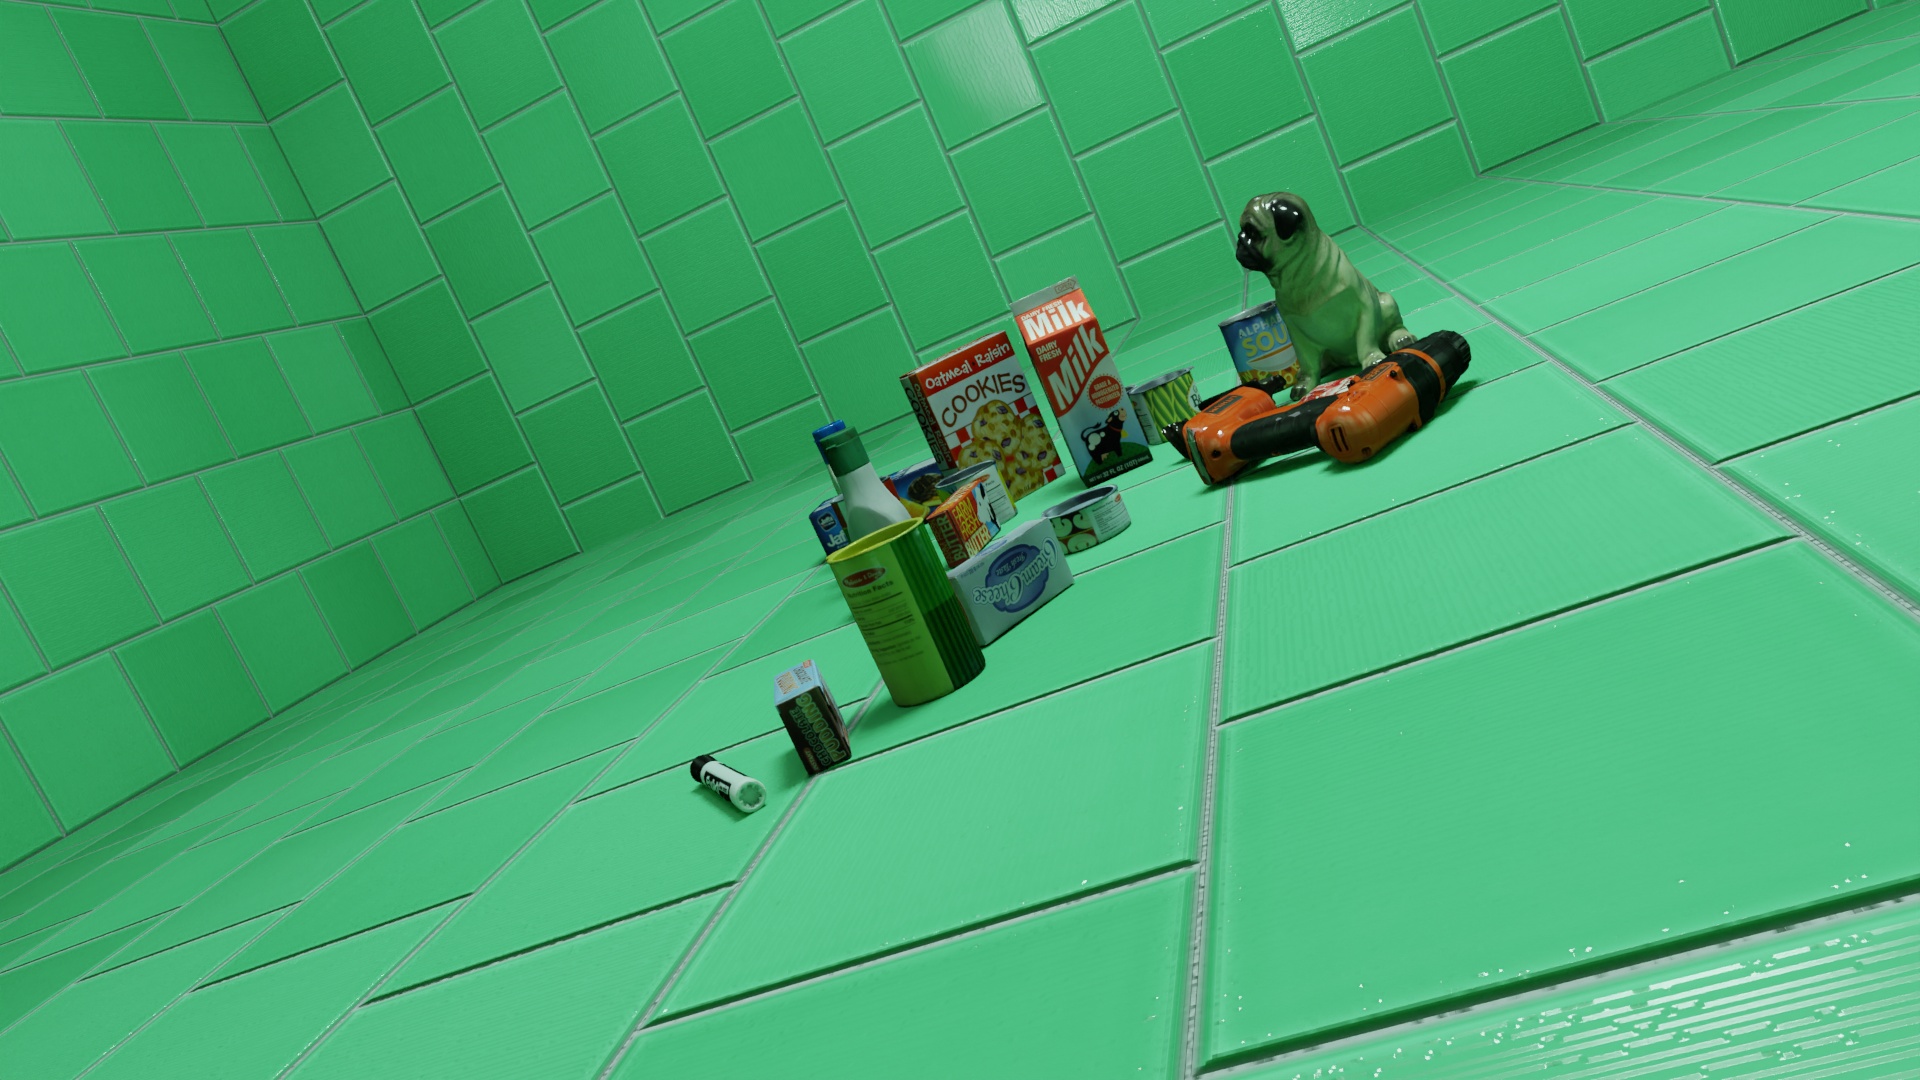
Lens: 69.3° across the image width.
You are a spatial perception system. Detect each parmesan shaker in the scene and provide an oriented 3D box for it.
[{"bbox_3d":[-0.035,0.046,0.884,0.071,0.103,0.071,-23,9,4],"label":"parmesan shaker"}]

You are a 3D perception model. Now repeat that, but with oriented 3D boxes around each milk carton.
[{"bbox_3d":[0.116,-0.155,1.345,0.072,0.190,0.073,-24,9,4],"label":"milk carton"}]

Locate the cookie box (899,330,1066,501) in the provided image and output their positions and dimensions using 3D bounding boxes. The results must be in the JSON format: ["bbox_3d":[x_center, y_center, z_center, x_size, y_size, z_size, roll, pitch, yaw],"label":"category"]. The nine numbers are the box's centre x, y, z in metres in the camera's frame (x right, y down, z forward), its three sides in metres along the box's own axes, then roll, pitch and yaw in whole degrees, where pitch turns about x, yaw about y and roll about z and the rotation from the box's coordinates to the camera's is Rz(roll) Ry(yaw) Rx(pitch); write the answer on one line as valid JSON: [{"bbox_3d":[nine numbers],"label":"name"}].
[{"bbox_3d":[0.024,-0.119,1.443,0.123,0.167,0.040,-30,10,-30],"label":"cookie box"}]

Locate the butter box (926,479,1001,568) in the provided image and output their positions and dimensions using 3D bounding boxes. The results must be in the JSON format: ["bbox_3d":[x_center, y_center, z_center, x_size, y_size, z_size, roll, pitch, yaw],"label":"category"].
[{"bbox_3d":[0.005,-0.016,1.274,0.024,0.053,0.104,-20,10,23],"label":"butter box"}]

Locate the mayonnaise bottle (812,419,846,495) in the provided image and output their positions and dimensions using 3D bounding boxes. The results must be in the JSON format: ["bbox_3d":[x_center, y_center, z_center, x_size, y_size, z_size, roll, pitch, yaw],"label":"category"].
[{"bbox_3d":[-0.111,-0.055,1.482,0.041,0.148,0.065,-25,9,-2],"label":"mayonnaise bottle"}]

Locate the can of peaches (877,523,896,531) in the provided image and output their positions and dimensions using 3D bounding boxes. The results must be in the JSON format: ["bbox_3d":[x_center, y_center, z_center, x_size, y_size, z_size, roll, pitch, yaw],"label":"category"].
[{"bbox_3d":[-0.061,0.023,1.208,0.071,0.058,0.071,-23,9,4],"label":"can of peaches"}]

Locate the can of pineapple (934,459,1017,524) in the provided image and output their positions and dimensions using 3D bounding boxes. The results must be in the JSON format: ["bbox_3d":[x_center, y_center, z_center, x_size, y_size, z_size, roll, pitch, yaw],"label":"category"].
[{"bbox_3d":[0.015,-0.041,1.370,0.071,0.057,0.071,-23,9,4],"label":"can of pineapple"}]

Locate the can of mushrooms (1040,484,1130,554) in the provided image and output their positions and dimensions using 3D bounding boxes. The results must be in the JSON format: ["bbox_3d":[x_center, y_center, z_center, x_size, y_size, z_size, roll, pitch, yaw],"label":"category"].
[{"bbox_3d":[0.099,-0.017,1.109,0.071,0.033,0.071,-23,9,4],"label":"can of mushrooms"}]

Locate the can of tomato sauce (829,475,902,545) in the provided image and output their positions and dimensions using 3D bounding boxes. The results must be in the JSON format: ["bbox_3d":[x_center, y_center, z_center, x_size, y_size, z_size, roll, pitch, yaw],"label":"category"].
[{"bbox_3d":[-0.084,-0.015,1.394,0.071,0.083,0.071,-23,9,4],"label":"can of tomato sauce"}]

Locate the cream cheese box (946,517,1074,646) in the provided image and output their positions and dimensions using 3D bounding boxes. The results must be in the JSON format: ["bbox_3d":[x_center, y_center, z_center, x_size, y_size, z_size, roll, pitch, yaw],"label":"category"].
[{"bbox_3d":[0.033,0.028,0.964,0.024,0.053,0.104,-14,14,47],"label":"cream cheese box"}]

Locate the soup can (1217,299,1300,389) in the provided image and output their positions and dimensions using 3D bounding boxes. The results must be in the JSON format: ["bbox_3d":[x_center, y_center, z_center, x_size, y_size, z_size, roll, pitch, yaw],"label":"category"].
[{"bbox_3d":[0.310,-0.194,1.413,0.071,0.083,0.071,-23,9,4],"label":"soup can"}]

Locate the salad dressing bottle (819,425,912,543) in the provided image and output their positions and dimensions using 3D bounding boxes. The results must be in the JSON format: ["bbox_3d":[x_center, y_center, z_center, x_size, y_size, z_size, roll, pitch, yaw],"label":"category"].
[{"bbox_3d":[-0.086,-0.035,1.311,0.064,0.147,0.044,-18,11,32],"label":"salad dressing bottle"}]

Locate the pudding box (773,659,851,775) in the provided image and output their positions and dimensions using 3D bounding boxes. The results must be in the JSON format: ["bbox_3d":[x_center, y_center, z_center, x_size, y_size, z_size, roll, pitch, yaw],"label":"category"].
[{"bbox_3d":[-0.092,0.106,0.852,0.030,0.049,0.084,-25,9,-5],"label":"pudding box"}]

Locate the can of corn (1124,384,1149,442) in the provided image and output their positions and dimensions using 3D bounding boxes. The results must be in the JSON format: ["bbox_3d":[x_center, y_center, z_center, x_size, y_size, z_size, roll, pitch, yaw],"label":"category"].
[{"bbox_3d":[0.163,-0.123,1.456,0.071,0.058,0.071,-23,9,4],"label":"can of corn"}]

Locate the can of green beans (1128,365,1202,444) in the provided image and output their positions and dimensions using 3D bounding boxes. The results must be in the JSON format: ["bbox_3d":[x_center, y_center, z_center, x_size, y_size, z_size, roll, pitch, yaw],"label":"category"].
[{"bbox_3d":[0.212,-0.136,1.410,0.071,0.057,0.071,-23,9,4],"label":"can of green beans"}]
